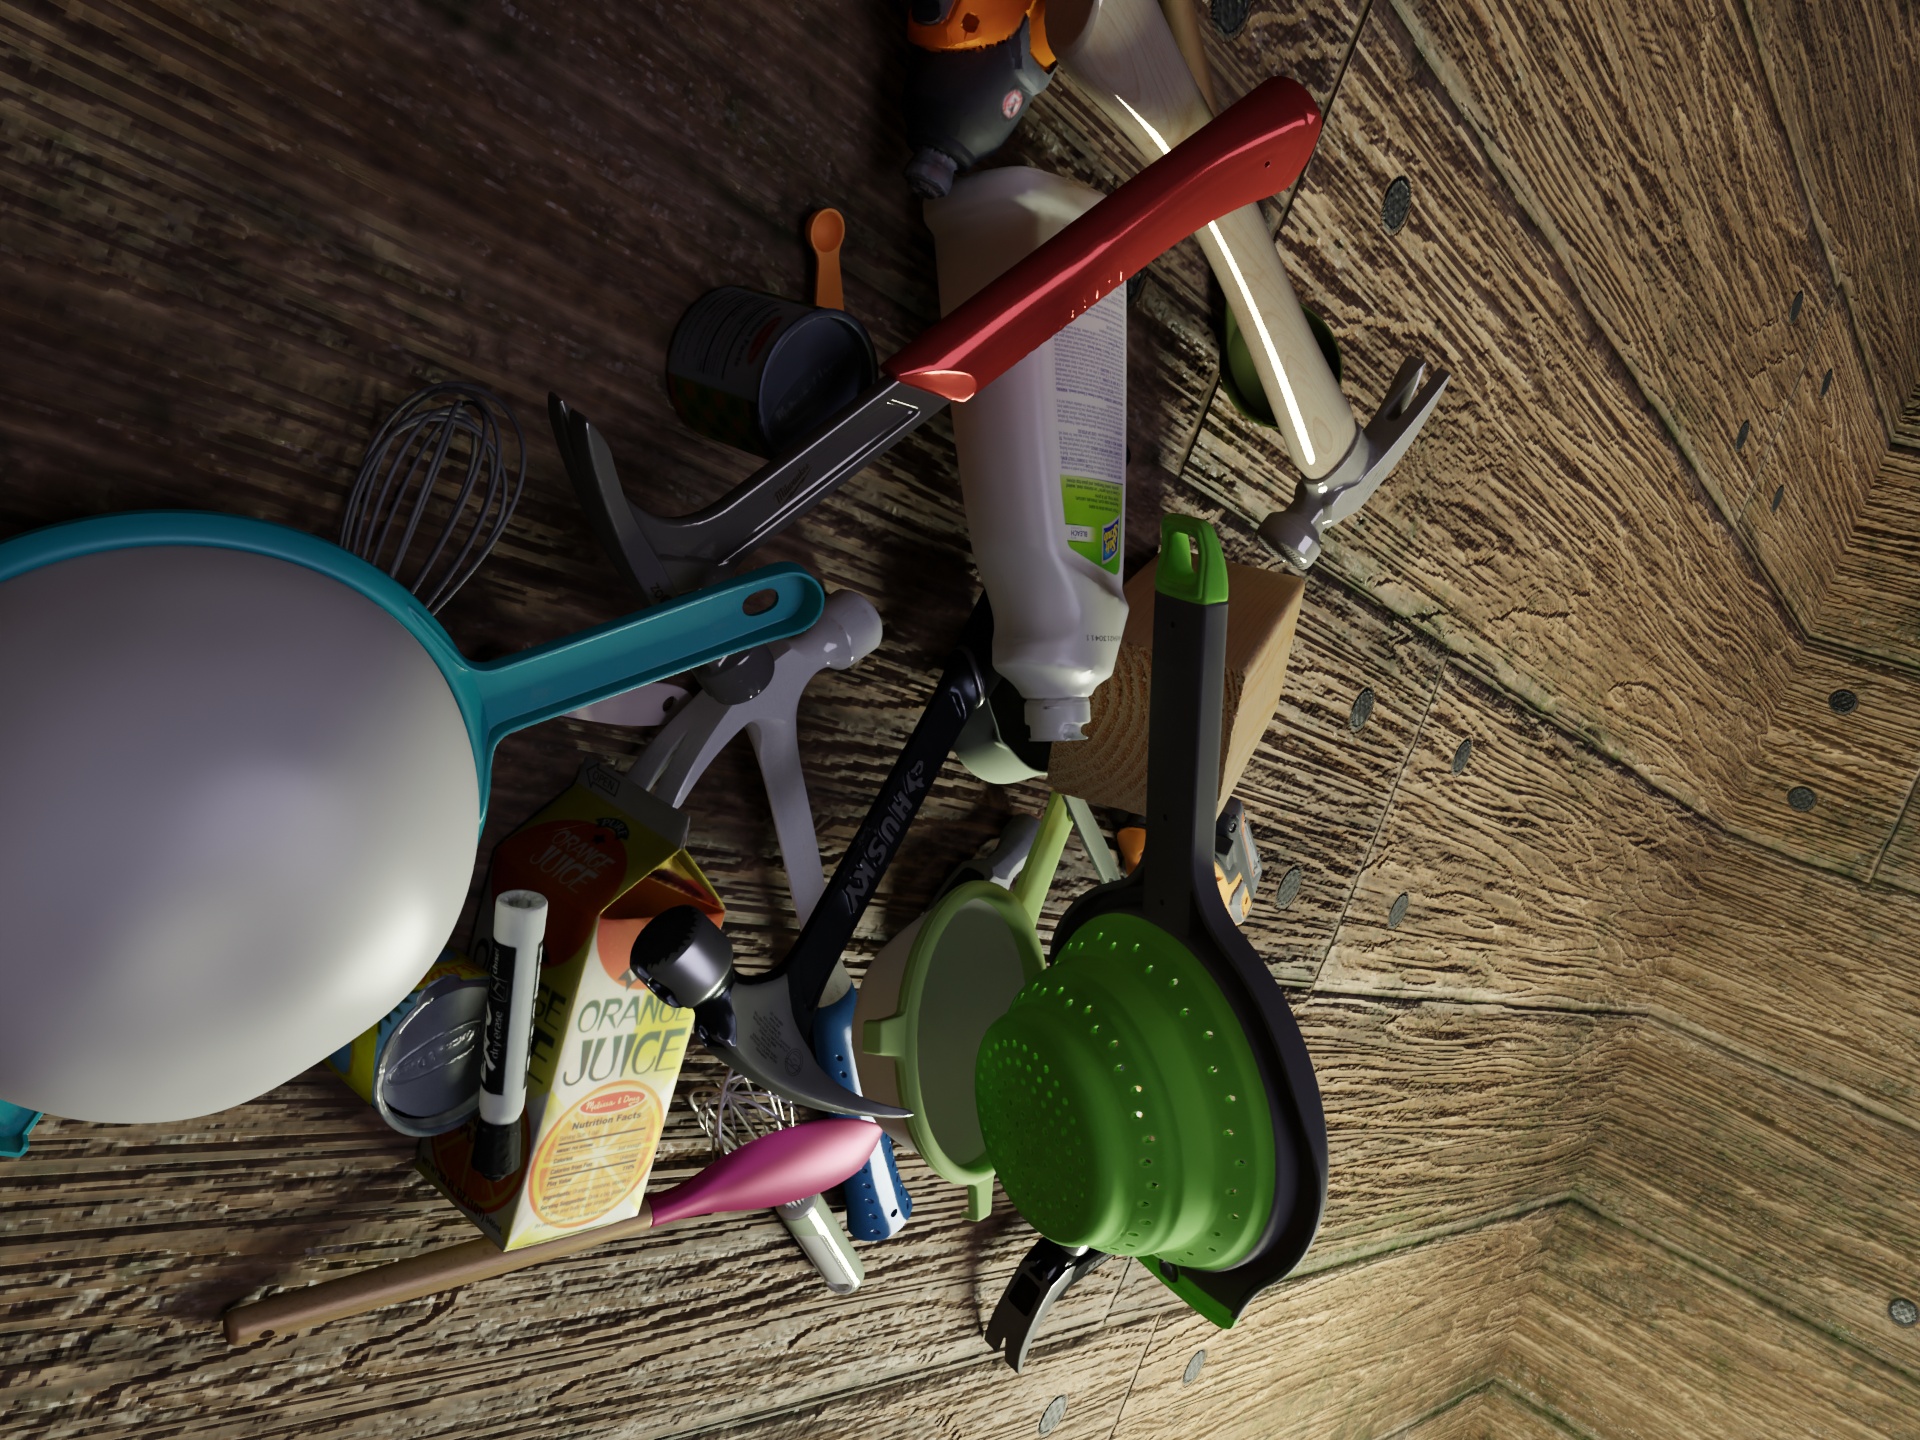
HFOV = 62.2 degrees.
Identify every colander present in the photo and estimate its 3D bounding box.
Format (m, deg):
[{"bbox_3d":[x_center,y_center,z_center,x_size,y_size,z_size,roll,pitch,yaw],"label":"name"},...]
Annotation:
[{"bbox_3d":[0.071,0.106,0.734,0.094,0.205,0.397,-11,111,-30],"label":"colander"}]

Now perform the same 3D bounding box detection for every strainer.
[{"bbox_3d":[-0.182,0.027,0.513,0.340,0.095,0.210,-22,128,-22],"label":"strainer"},{"bbox_3d":[0.002,0.122,0.851,0.151,0.069,0.256,65,35,-35],"label":"strainer"}]

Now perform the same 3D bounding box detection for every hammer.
[{"bbox_3d":[0.138,0.384,1.214,0.334,0.035,0.146,-6,128,-54],"label":"hammer"},{"bbox_3d":[0.009,-0.163,0.638,0.359,0.037,0.149,-40,138,-16],"label":"hammer"},{"bbox_3d":[0.034,0.213,1.007,0.128,0.033,0.330,-43,138,-29],"label":"hammer"},{"bbox_3d":[-0.074,0.136,0.827,0.144,0.035,0.405,-39,136,-36],"label":"hammer"},{"bbox_3d":[0.150,-0.230,0.793,0.146,0.038,0.410,-51,143,-2],"label":"hammer"},{"bbox_3d":[-0.001,-0.002,0.753,0.149,0.036,0.409,53,50,-30],"label":"hammer"}]

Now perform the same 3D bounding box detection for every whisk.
[{"bbox_3d":[-0.092,0.258,0.867,0.246,0.058,0.059,73,23,-47],"label":"whisk"},{"bbox_3d":[-0.218,-0.009,0.564,0.055,0.055,0.239,18,99,-53],"label":"whisk"}]

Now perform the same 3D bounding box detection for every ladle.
[{"bbox_3d":[0.147,-0.291,0.853,0.078,0.062,0.319,-44,136,-18],"label":"ladle"}]

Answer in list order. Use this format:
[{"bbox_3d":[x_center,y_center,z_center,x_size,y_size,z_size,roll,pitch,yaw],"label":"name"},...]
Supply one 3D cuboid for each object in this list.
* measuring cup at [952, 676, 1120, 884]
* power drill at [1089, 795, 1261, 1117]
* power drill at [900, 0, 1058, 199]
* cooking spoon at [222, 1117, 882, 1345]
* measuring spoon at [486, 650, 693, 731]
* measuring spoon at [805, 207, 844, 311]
[{"bbox_3d":[0.040,0.035,0.857,0.167,0.038,0.083,62,31,-17],"label":"measuring cup"},{"bbox_3d":[0.104,0.146,0.981,0.226,0.084,0.185,-63,150,-21],"label":"power drill"},{"bbox_3d":[-0.024,-0.315,0.607,0.226,0.084,0.164,21,92,-58],"label":"power drill"},{"bbox_3d":[-0.168,0.234,0.732,0.318,0.017,0.068,-4,133,-38],"label":"cooking spoon"},{"bbox_3d":[-0.157,-0.011,0.667,0.124,0.018,0.034,5,110,-59],"label":"measuring spoon"},{"bbox_3d":[-0.061,-0.168,0.702,0.021,0.011,0.116,-28,133,-39],"label":"measuring spoon"}]
